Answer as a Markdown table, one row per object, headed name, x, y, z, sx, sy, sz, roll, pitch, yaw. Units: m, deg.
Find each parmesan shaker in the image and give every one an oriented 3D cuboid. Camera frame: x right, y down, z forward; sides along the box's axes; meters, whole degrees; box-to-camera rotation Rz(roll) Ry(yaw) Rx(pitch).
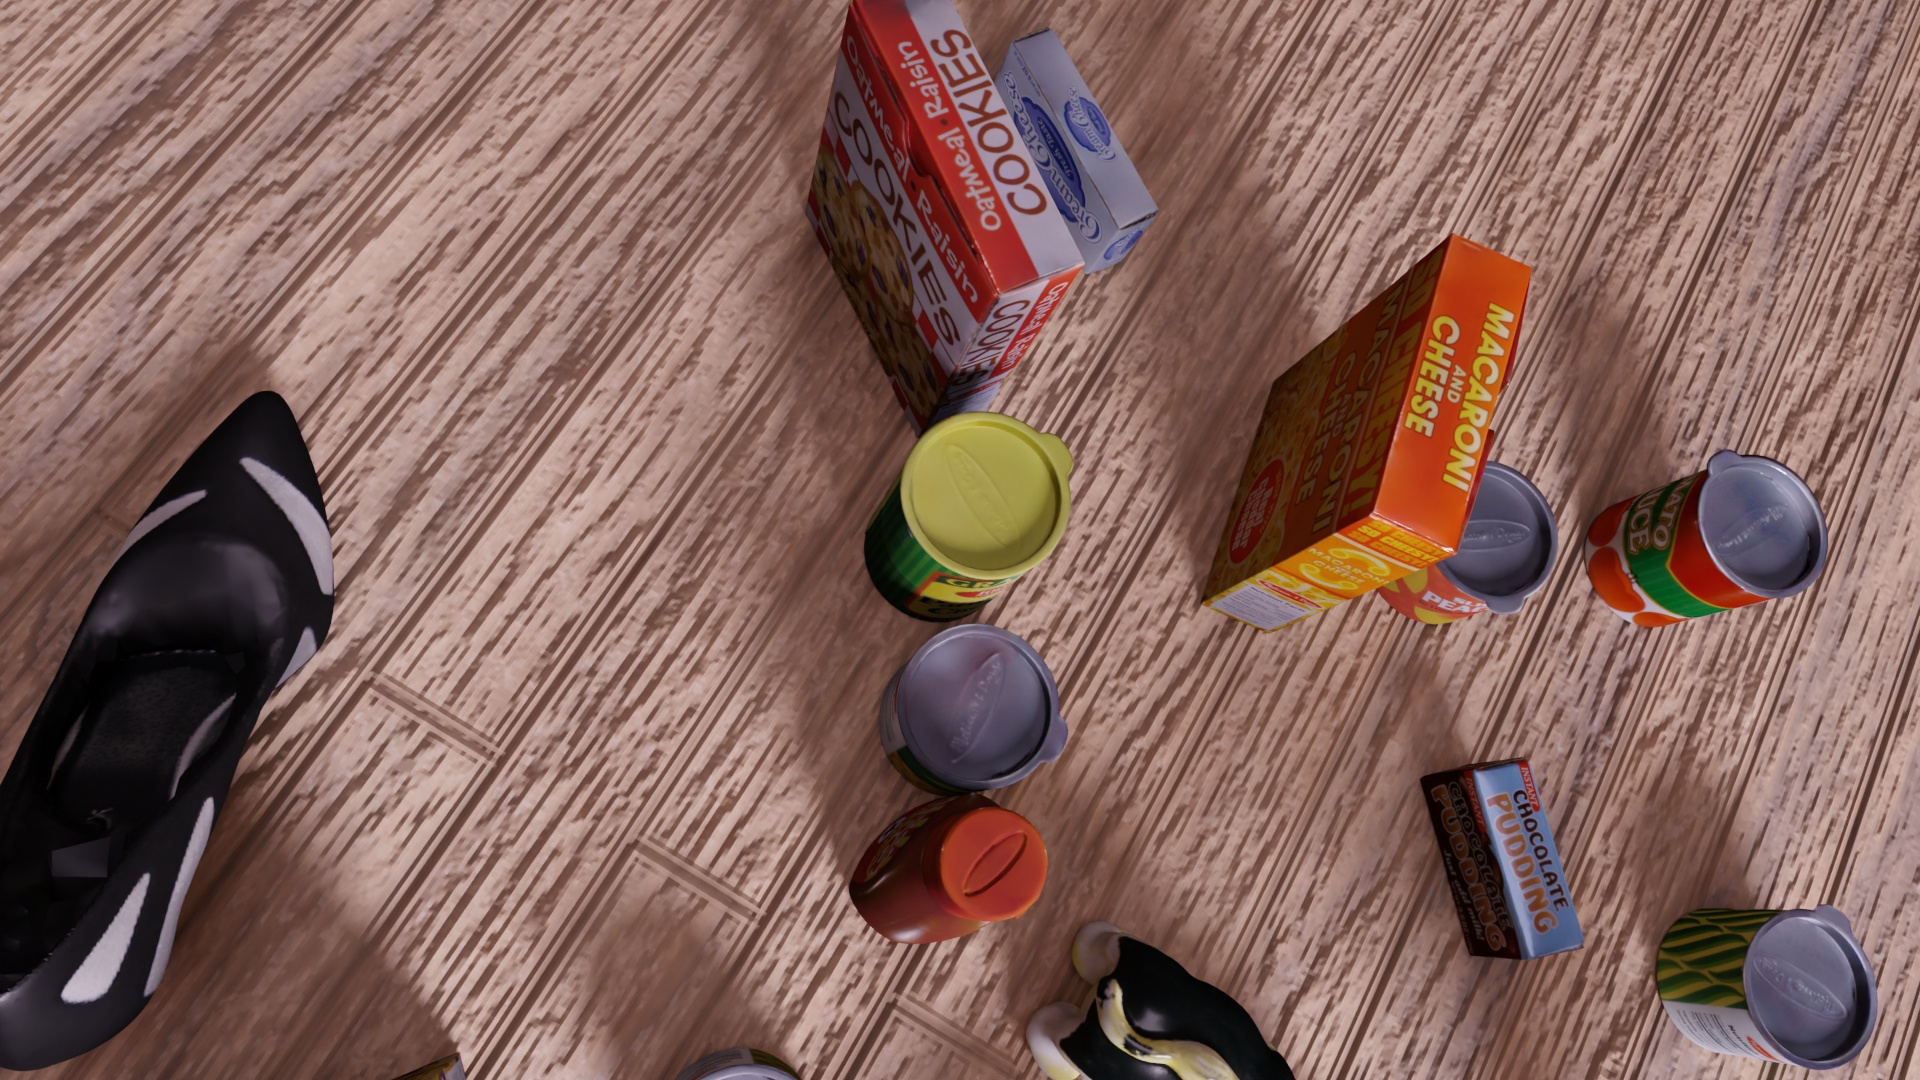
| name | x | y | z | sx | sy | sz | roll | pitch | yaw |
| --- | --- | --- | --- | --- | --- | --- | --- | --- | --- |
| parmesan shaker | 0.002 | -0.007 | 0.575 | 0.071 | 0.103 | 0.071 | 3 | 76 | -11 |

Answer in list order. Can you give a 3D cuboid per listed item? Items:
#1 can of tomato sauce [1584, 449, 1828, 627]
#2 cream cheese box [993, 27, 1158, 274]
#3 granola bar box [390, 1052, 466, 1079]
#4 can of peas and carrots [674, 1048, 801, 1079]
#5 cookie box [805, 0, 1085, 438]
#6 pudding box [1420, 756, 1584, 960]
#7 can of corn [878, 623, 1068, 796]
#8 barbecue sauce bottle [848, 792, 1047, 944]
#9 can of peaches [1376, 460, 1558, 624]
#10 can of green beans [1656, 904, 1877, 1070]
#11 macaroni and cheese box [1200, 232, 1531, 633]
| name | x | y | z | sx | sy | sz | roll | pitch | yaw |
| --- | --- | --- | --- | --- | --- | --- | --- | --- | --- |
| can of tomato sauce | 0.348 | 0.001 | 0.658 | 0.071 | 0.083 | 0.071 | 3 | 76 | -11 |
| cream cheese box | 0.052 | -0.182 | 0.656 | 0.024 | 0.053 | 0.104 | -27 | 83 | -17 |
| granola bar box | -0.248 | 0.227 | 0.451 | 0.166 | 0.124 | 0.039 | -20 | 81 | -16 |
| can of peas and carrots | -0.082 | 0.230 | 0.520 | 0.071 | 0.058 | 0.071 | 3 | 76 | -11 |
| cookie box | -0.015 | -0.125 | 0.568 | 0.040 | 0.167 | 0.123 | -24 | 82 | -16 |
| pudding box | 0.239 | 0.141 | 0.616 | 0.030 | 0.049 | 0.084 | -10 | 78 | -14 |
| can of corn | 0.004 | 0.073 | 0.579 | 0.071 | 0.058 | 0.071 | 3 | 76 | -11 |
| barbecue sauce bottle | -0.003 | 0.121 | 0.518 | 0.065 | 0.148 | 0.043 | -41 | 88 | -18 |
| can of peaches | 0.231 | 0.005 | 0.645 | 0.071 | 0.058 | 0.071 | 3 | 76 | -11 |
| can of green beans | 0.360 | 0.199 | 0.623 | 0.071 | 0.057 | 0.071 | 3 | 76 | -11 |
| macaroni and cheese box | 0.166 | -0.037 | 0.584 | 0.040 | 0.166 | 0.124 | 23 | 73 | -6 |
